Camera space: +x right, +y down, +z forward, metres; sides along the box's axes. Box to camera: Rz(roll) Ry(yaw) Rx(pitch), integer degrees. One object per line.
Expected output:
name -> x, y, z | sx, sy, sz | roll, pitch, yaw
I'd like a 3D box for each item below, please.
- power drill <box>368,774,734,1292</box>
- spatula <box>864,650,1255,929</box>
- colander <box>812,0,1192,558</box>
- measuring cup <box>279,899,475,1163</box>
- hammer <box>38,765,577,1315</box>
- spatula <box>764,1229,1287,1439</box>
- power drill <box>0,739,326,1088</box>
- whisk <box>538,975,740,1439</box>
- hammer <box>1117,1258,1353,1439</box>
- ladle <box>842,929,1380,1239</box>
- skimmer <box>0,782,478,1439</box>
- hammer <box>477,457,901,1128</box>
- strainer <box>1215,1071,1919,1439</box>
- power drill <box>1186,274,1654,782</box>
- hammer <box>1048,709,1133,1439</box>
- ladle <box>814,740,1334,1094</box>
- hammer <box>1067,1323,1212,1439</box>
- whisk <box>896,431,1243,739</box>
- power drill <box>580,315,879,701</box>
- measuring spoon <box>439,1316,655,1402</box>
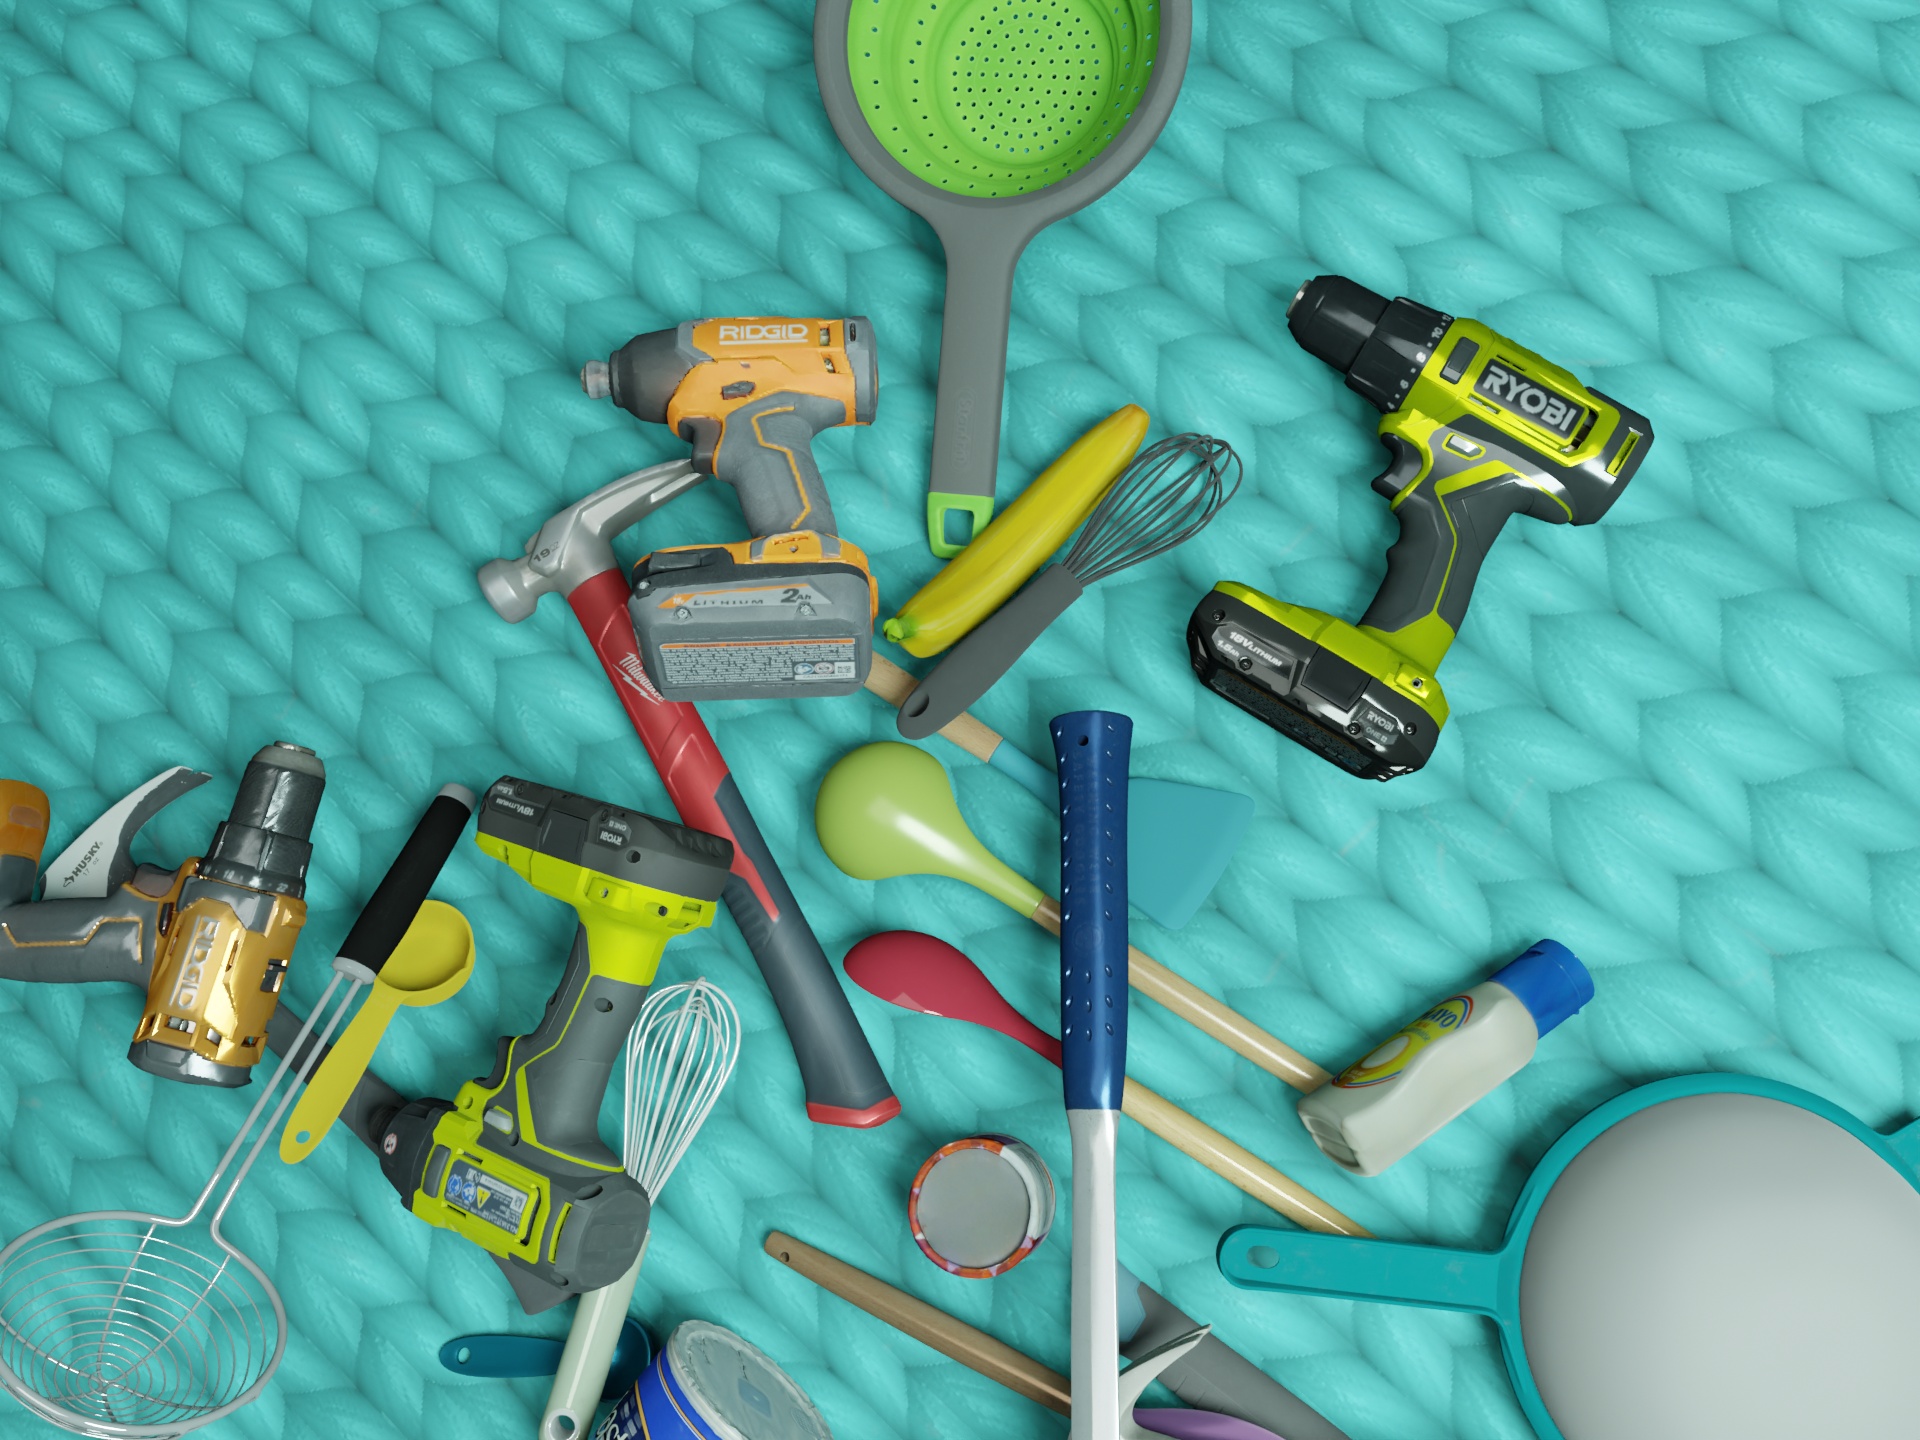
power drill -> -0.212, 0.149, 0.801 | 0.171, 0.080, 0.223 | 13, 83, 32
spatula -> -0.001, -0.003, 0.839 | 0.317, 0.044, 0.082 | 32, 74, 8
colander -> 0.022, -0.290, 0.893 | 0.204, 0.094, 0.397 | 6, 98, 11
measuring cup -> -0.314, 0.168, 0.850 | 0.062, 0.029, 0.157 | 21, 57, 6
hammer -> -0.356, 0.184, 0.884 | 0.409, 0.036, 0.149 | 35, 86, 15
spatula -> 0.040, 0.319, 0.770 | 0.316, 0.018, 0.060 | 20, 100, 21
power drill -> -0.464, 0.085, 0.866 | 0.226, 0.084, 0.185 | 13, 79, 7
whisk -> -0.168, 0.251, 0.816 | 0.058, 0.059, 0.246 | 16, 79, 2
hammer -> 0.193, 0.366, 0.742 | 0.331, 0.033, 0.128 | 33, 87, 15
ladle -> 0.081, 0.188, 0.794 | 0.315, 0.069, 0.031 | 31, 112, 9
skimmer -> -0.324, 0.164, 0.775 | 0.127, 0.090, 0.364 | 28, 53, -9
hammer -> -0.123, 0.039, 0.867 | 0.143, 0.038, 0.386 | -31, 75, 1
strainer -> 0.286, 0.257, 0.688 | 0.340, 0.095, 0.211 | 6, 83, 1
power drill -> 0.212, -0.104, 0.808 | 0.190, 0.080, 0.228 | 32, 84, 8
hammer -> 0.067, 0.191, 0.732 | 0.144, 0.035, 0.406 | -7, 69, 23
ladle -> 0.063, 0.111, 0.822 | 0.320, 0.062, 0.078 | 32, 81, 8
hammer -> 0.206, 0.345, 0.681 | 0.331, 0.031, 0.130 | 2, 86, 20
whisk -> 0.057, -0.071, 0.833 | 0.239, 0.055, 0.055 | -43, 74, -11
power drill -> -0.123, -0.123, 0.842 | 0.164, 0.084, 0.227 | -2, 57, -3
measuring spoon -> -0.215, 0.335, 0.837 | 0.128, 0.021, 0.042 | -6, 67, 19
